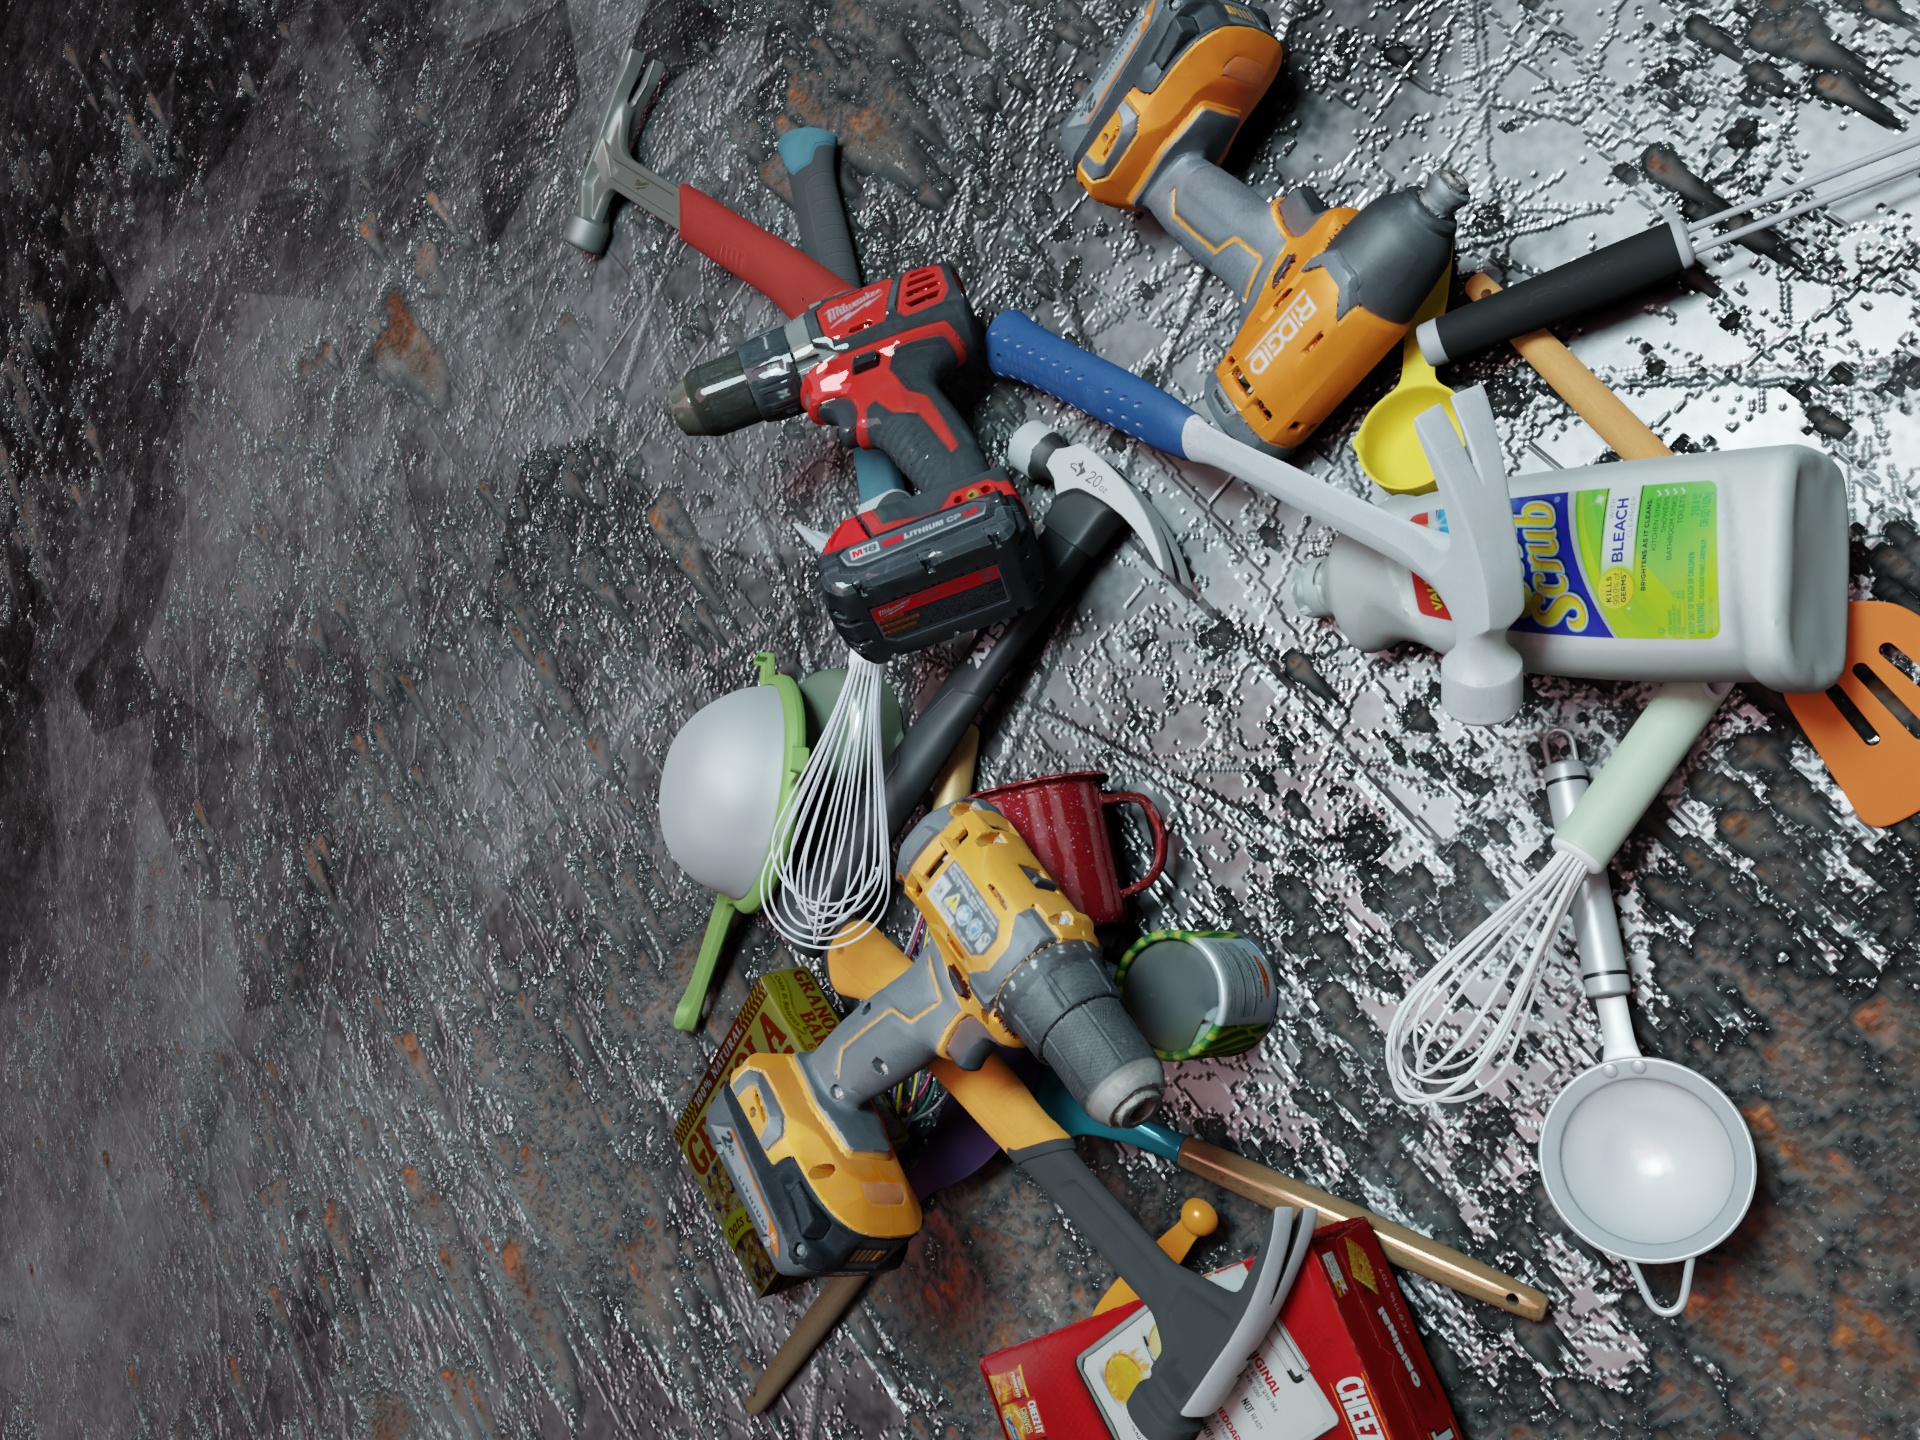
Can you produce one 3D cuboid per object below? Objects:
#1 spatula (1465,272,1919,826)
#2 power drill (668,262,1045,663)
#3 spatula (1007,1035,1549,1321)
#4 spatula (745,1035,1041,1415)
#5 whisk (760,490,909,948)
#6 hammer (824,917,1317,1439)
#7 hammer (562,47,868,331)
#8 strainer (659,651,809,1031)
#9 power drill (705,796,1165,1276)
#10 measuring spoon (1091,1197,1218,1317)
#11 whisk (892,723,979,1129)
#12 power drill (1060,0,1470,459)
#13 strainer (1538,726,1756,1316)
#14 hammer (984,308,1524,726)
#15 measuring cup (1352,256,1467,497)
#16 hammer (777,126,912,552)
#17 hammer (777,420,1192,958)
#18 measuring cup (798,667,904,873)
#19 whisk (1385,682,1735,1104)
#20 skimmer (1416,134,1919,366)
[{"bbox_3d":[0.332,-0.098,0.721,0.081,0.041,0.323,-45,56,23],"label":"spatula"},{"bbox_3d":[-0.061,-0.148,0.902,0.188,0.080,0.227,-19,60,3],"label":"power drill"},{"bbox_3d":[0.142,0.226,0.811,0.318,0.044,0.082,18,93,32],"label":"spatula"},{"bbox_3d":[-0.044,0.301,0.931,0.316,0.018,0.060,-56,33,18],"label":"spatula"},{"bbox_3d":[-0.056,-0.008,0.902,0.070,0.070,0.285,-8,61,35],"label":"whisk"},{"bbox_3d":[0.031,0.196,0.806,0.337,0.034,0.127,39,106,44],"label":"hammer"},{"bbox_3d":[-0.166,-0.344,1.084,0.359,0.036,0.149,41,112,41],"label":"hammer"},{"bbox_3d":[-0.165,0.087,1.000,0.152,0.069,0.256,-119,45,-59],"label":"strainer"},{"bbox_3d":[-0.011,0.176,0.777,0.226,0.084,0.186,-52,49,16],"label":"power drill"},{"bbox_3d":[0.097,0.288,0.825,0.021,0.011,0.117,41,120,17],"label":"measuring spoon"},{"bbox_3d":[-0.018,0.122,0.935,0.051,0.047,0.245,3,80,38],"label":"whisk"},{"bbox_3d":[0.157,-0.272,0.820,0.164,0.084,0.227,-48,59,42],"label":"power drill"},{"bbox_3d":[0.291,0.125,0.705,0.087,0.050,0.259,-15,69,28],"label":"strainer"},{"bbox_3d":[0.124,-0.143,0.793,0.406,0.035,0.144,42,154,50],"label":"hammer"},{"bbox_3d":[0.238,-0.183,0.806,0.062,0.029,0.157,-1,70,36],"label":"measuring cup"},{"bbox_3d":[-0.071,-0.245,1.032,0.128,0.033,0.331,-24,69,30],"label":"hammer"},{"bbox_3d":[-0.001,-0.003,0.915,0.146,0.035,0.335,41,101,38],"label":"hammer"},{"bbox_3d":[-0.088,0.048,0.994,0.083,0.038,0.167,13,89,37],"label":"measuring cup"},{"bbox_3d":[0.265,0.066,0.695,0.246,0.057,0.059,-52,13,-5],"label":"whisk"},{"bbox_3d":[0.361,-0.237,0.666,0.363,0.090,0.127,-18,73,29],"label":"skimmer"}]
